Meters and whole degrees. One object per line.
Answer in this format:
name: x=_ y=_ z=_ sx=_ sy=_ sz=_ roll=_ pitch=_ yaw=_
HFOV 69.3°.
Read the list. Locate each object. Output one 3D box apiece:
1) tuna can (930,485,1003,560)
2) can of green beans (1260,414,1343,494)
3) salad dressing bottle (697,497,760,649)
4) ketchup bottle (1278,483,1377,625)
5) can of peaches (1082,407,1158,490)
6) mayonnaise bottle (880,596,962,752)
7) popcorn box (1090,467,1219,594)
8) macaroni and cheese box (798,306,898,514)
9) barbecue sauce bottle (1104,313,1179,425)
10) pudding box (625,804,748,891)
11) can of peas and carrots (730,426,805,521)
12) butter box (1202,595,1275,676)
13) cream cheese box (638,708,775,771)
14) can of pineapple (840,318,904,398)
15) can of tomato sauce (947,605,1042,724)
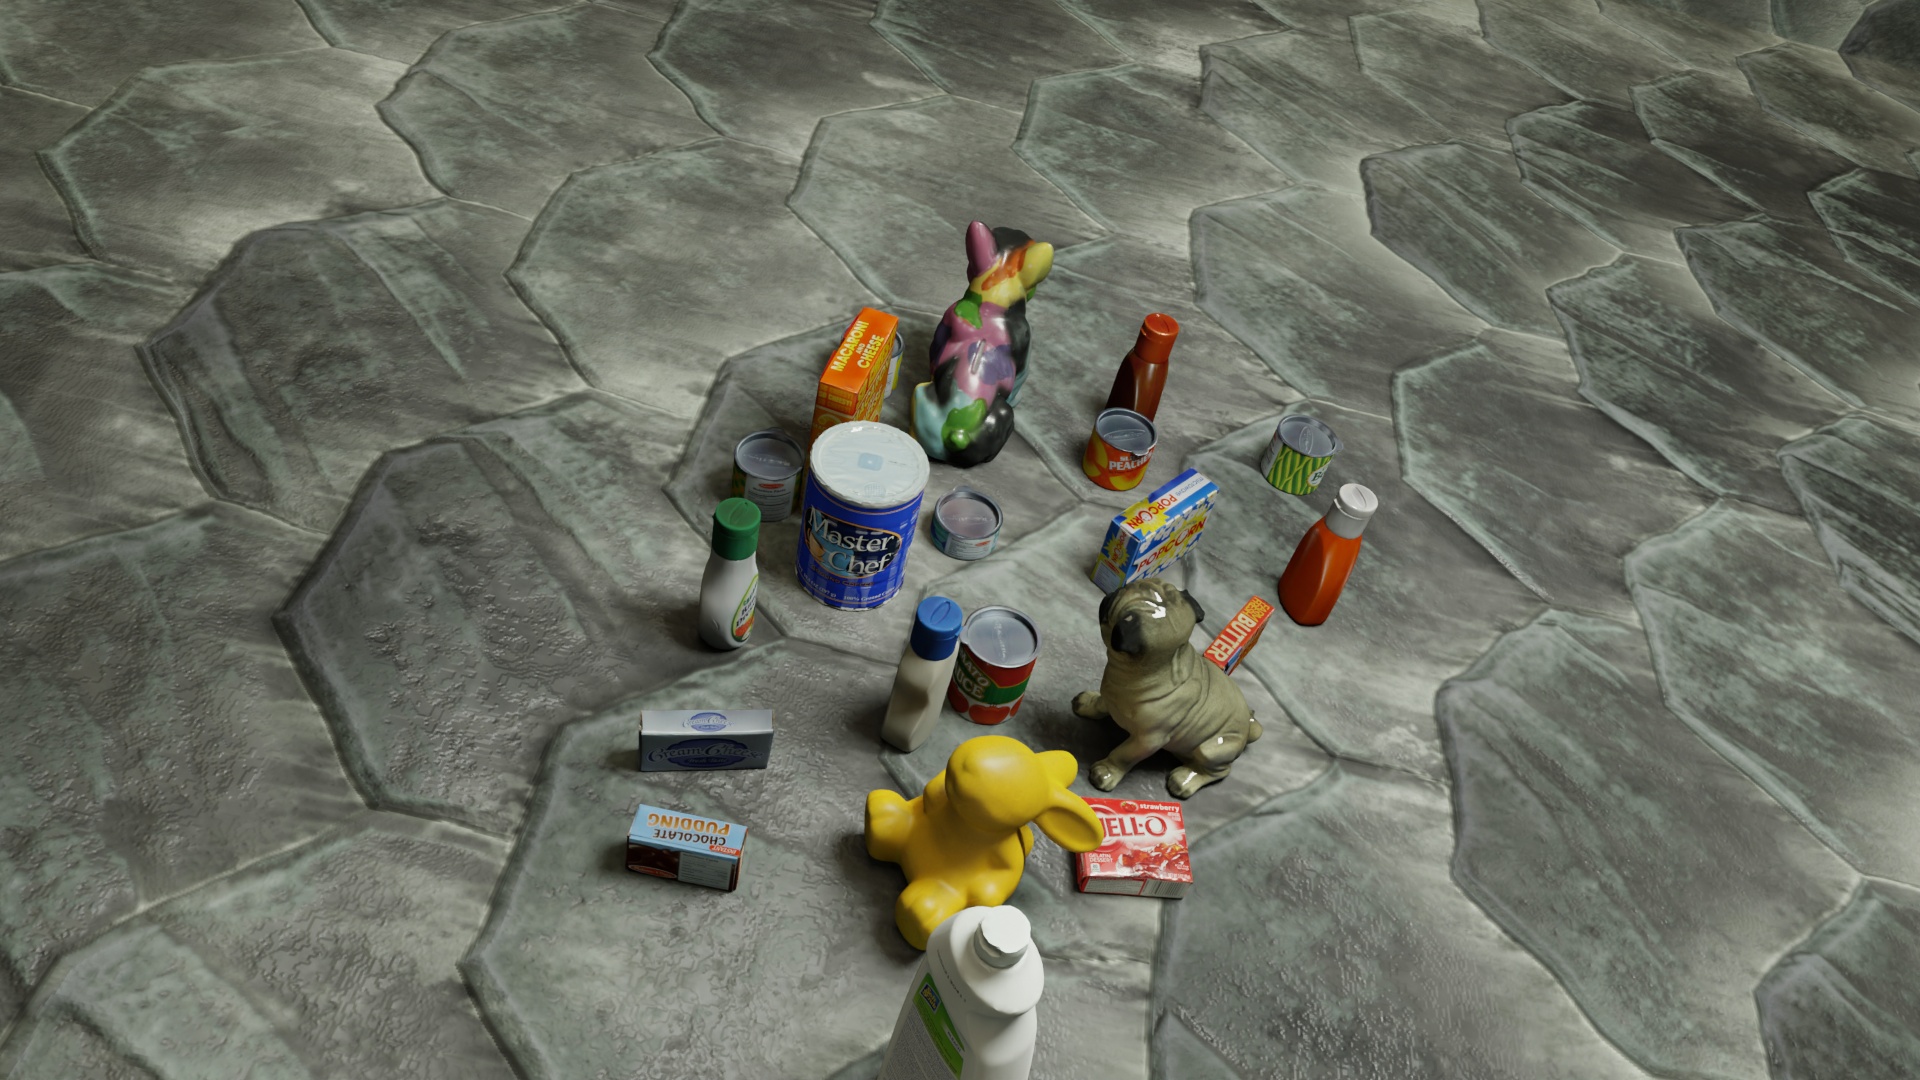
tuna can: x=0.005 y=-0.017 z=1.325 sx=0.071 sy=0.032 sz=0.071 roll=7 pitch=45 yaw=-7
can of green beans: x=0.358 y=-0.091 z=1.470 sx=0.071 sy=0.057 sz=0.071 roll=7 pitch=45 yaw=-7
salad dressing bottle: x=-0.190 y=0.028 z=1.150 sx=0.044 sy=0.146 sz=0.064 roll=20 pitch=45 yaw=6
ketchup bottle: x=0.345 y=0.011 z=1.304 sx=0.043 sy=0.148 sz=0.065 roll=0 pitch=47 yaw=-15
can of peaches: x=0.163 y=-0.091 z=1.421 sx=0.071 sy=0.057 sz=0.071 roll=7 pitch=45 yaw=-7
mayonnaise bottle: x=-0.029 y=0.105 z=1.116 sx=0.041 sy=0.147 sz=0.065 roll=27 pitch=46 yaw=11
popcorn box: x=0.186 y=-0.006 z=1.325 sx=0.038 sy=0.084 sz=0.127 roll=41 pitch=50 yaw=24
macaroni and cheese box: x=-0.106 y=-0.116 z=1.299 sx=0.040 sy=0.165 sz=0.124 roll=19 pitch=45 yaw=4
barbecue sauce bottle: x=0.187 y=-0.166 z=1.436 sx=0.044 sy=0.147 sz=0.065 roll=-4 pitch=48 yaw=-18
pudding box: x=-0.202 y=0.227 z=1.023 sx=0.084 sy=0.049 sz=0.030 roll=12 pitch=45 yaw=-3
can of peas and carrots: x=-0.181 y=-0.062 z=1.303 sx=0.071 sy=0.058 sz=0.071 roll=7 pitch=45 yaw=-7
butter box: x=0.246 y=0.098 z=1.262 sx=0.024 sy=0.052 sz=0.104 roll=34 pitch=48 yaw=18
cream cheese box: x=-0.200 y=0.157 z=1.089 sx=0.104 sy=0.053 sz=0.024 roll=1 pitch=47 yaw=-13
can of pineapple: x=-0.095 y=-0.189 z=1.448 sx=0.071 sy=0.057 sz=0.071 roll=7 pitch=45 yaw=-7
can of tomato sauce: x=0.026 y=0.107 z=1.175 sx=0.071 sy=0.082 sz=0.071 roll=7 pitch=45 yaw=-7
